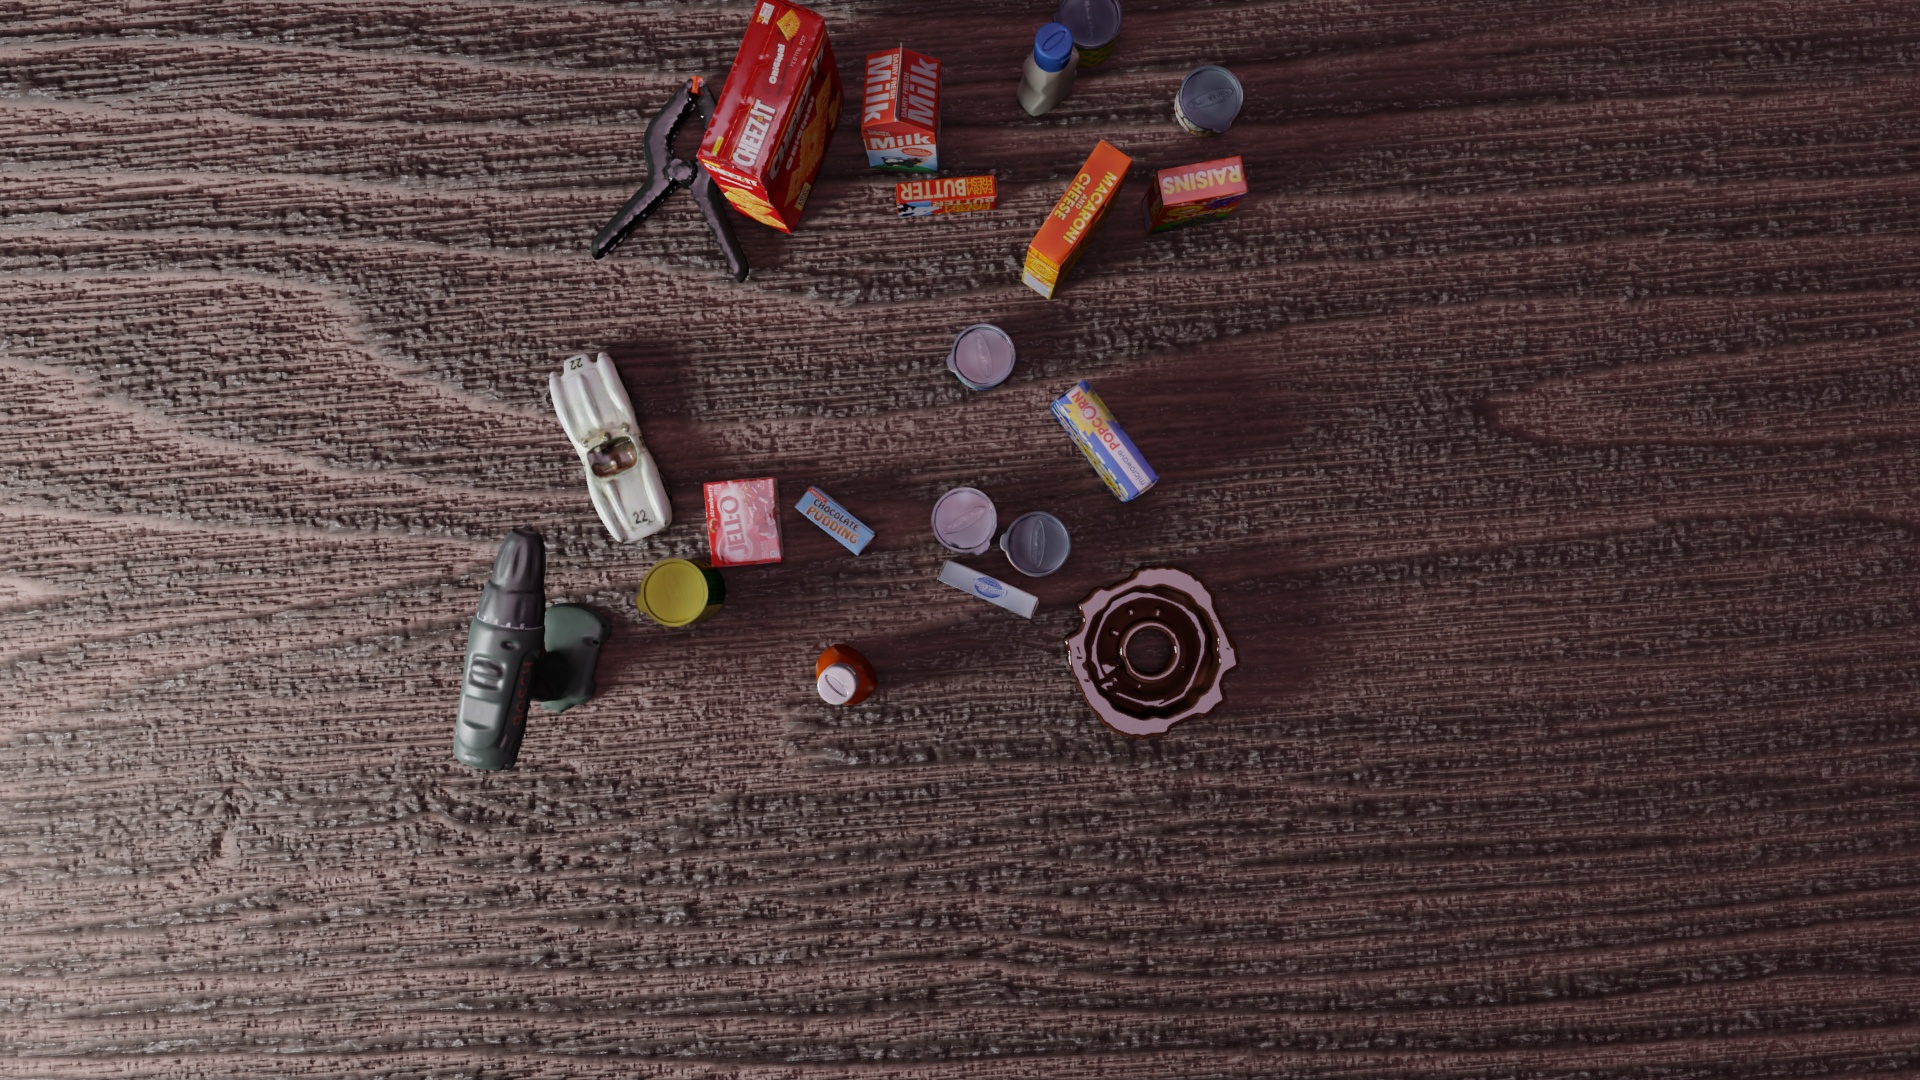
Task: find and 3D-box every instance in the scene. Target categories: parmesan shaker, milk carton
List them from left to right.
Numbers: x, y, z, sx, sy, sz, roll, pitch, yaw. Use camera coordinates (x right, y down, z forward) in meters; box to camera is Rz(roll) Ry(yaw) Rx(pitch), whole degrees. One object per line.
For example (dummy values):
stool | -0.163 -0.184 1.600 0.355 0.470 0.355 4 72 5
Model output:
parmesan shaker | -0.279 0.051 1.393 0.071 0.103 0.071 0 89 0
milk carton | -0.056 -0.420 1.360 0.073 0.190 0.072 4 89 0

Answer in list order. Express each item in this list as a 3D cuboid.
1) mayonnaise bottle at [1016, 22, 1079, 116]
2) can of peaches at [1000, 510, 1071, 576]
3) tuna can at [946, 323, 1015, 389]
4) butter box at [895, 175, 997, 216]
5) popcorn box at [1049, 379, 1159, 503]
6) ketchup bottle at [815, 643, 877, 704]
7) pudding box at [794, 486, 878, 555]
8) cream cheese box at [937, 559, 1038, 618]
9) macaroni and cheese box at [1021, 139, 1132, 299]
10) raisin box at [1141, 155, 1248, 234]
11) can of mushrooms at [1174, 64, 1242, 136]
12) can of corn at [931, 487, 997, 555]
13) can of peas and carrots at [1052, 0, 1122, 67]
mayonnaise bottle | 0.089 -0.471 1.383 0.065 0.148 0.041 -40 90 0
can of peaches | 0.075 0.003 1.418 0.071 0.058 0.071 0 89 0
tuna can | 0.021 -0.188 1.434 0.071 0.033 0.071 0 89 0
butter box | -0.015 -0.354 1.427 0.103 0.053 0.024 -5 89 0
popcorn box | 0.145 -0.099 1.407 0.038 0.085 0.126 -37 89 0
ketchup bottle | -0.115 0.135 1.369 0.065 0.149 0.043 44 90 0
pudding box | -0.126 -0.020 1.422 0.084 0.049 0.030 37 89 0
cream cheese box | 0.028 0.049 1.419 0.104 0.053 0.024 23 89 0
macaroni and cheese box | 0.113 -0.312 1.370 0.040 0.166 0.123 34 89 0
raisin box | 0.232 -0.344 1.393 0.086 0.123 0.040 -10 89 0
can of mushrooms | 0.257 -0.453 1.440 0.071 0.033 0.071 0 89 0
can of corn | 0.005 -0.018 1.418 0.071 0.058 0.071 0 89 0
can of peas and carrots | 0.128 -0.528 1.429 0.071 0.058 0.071 0 89 0
